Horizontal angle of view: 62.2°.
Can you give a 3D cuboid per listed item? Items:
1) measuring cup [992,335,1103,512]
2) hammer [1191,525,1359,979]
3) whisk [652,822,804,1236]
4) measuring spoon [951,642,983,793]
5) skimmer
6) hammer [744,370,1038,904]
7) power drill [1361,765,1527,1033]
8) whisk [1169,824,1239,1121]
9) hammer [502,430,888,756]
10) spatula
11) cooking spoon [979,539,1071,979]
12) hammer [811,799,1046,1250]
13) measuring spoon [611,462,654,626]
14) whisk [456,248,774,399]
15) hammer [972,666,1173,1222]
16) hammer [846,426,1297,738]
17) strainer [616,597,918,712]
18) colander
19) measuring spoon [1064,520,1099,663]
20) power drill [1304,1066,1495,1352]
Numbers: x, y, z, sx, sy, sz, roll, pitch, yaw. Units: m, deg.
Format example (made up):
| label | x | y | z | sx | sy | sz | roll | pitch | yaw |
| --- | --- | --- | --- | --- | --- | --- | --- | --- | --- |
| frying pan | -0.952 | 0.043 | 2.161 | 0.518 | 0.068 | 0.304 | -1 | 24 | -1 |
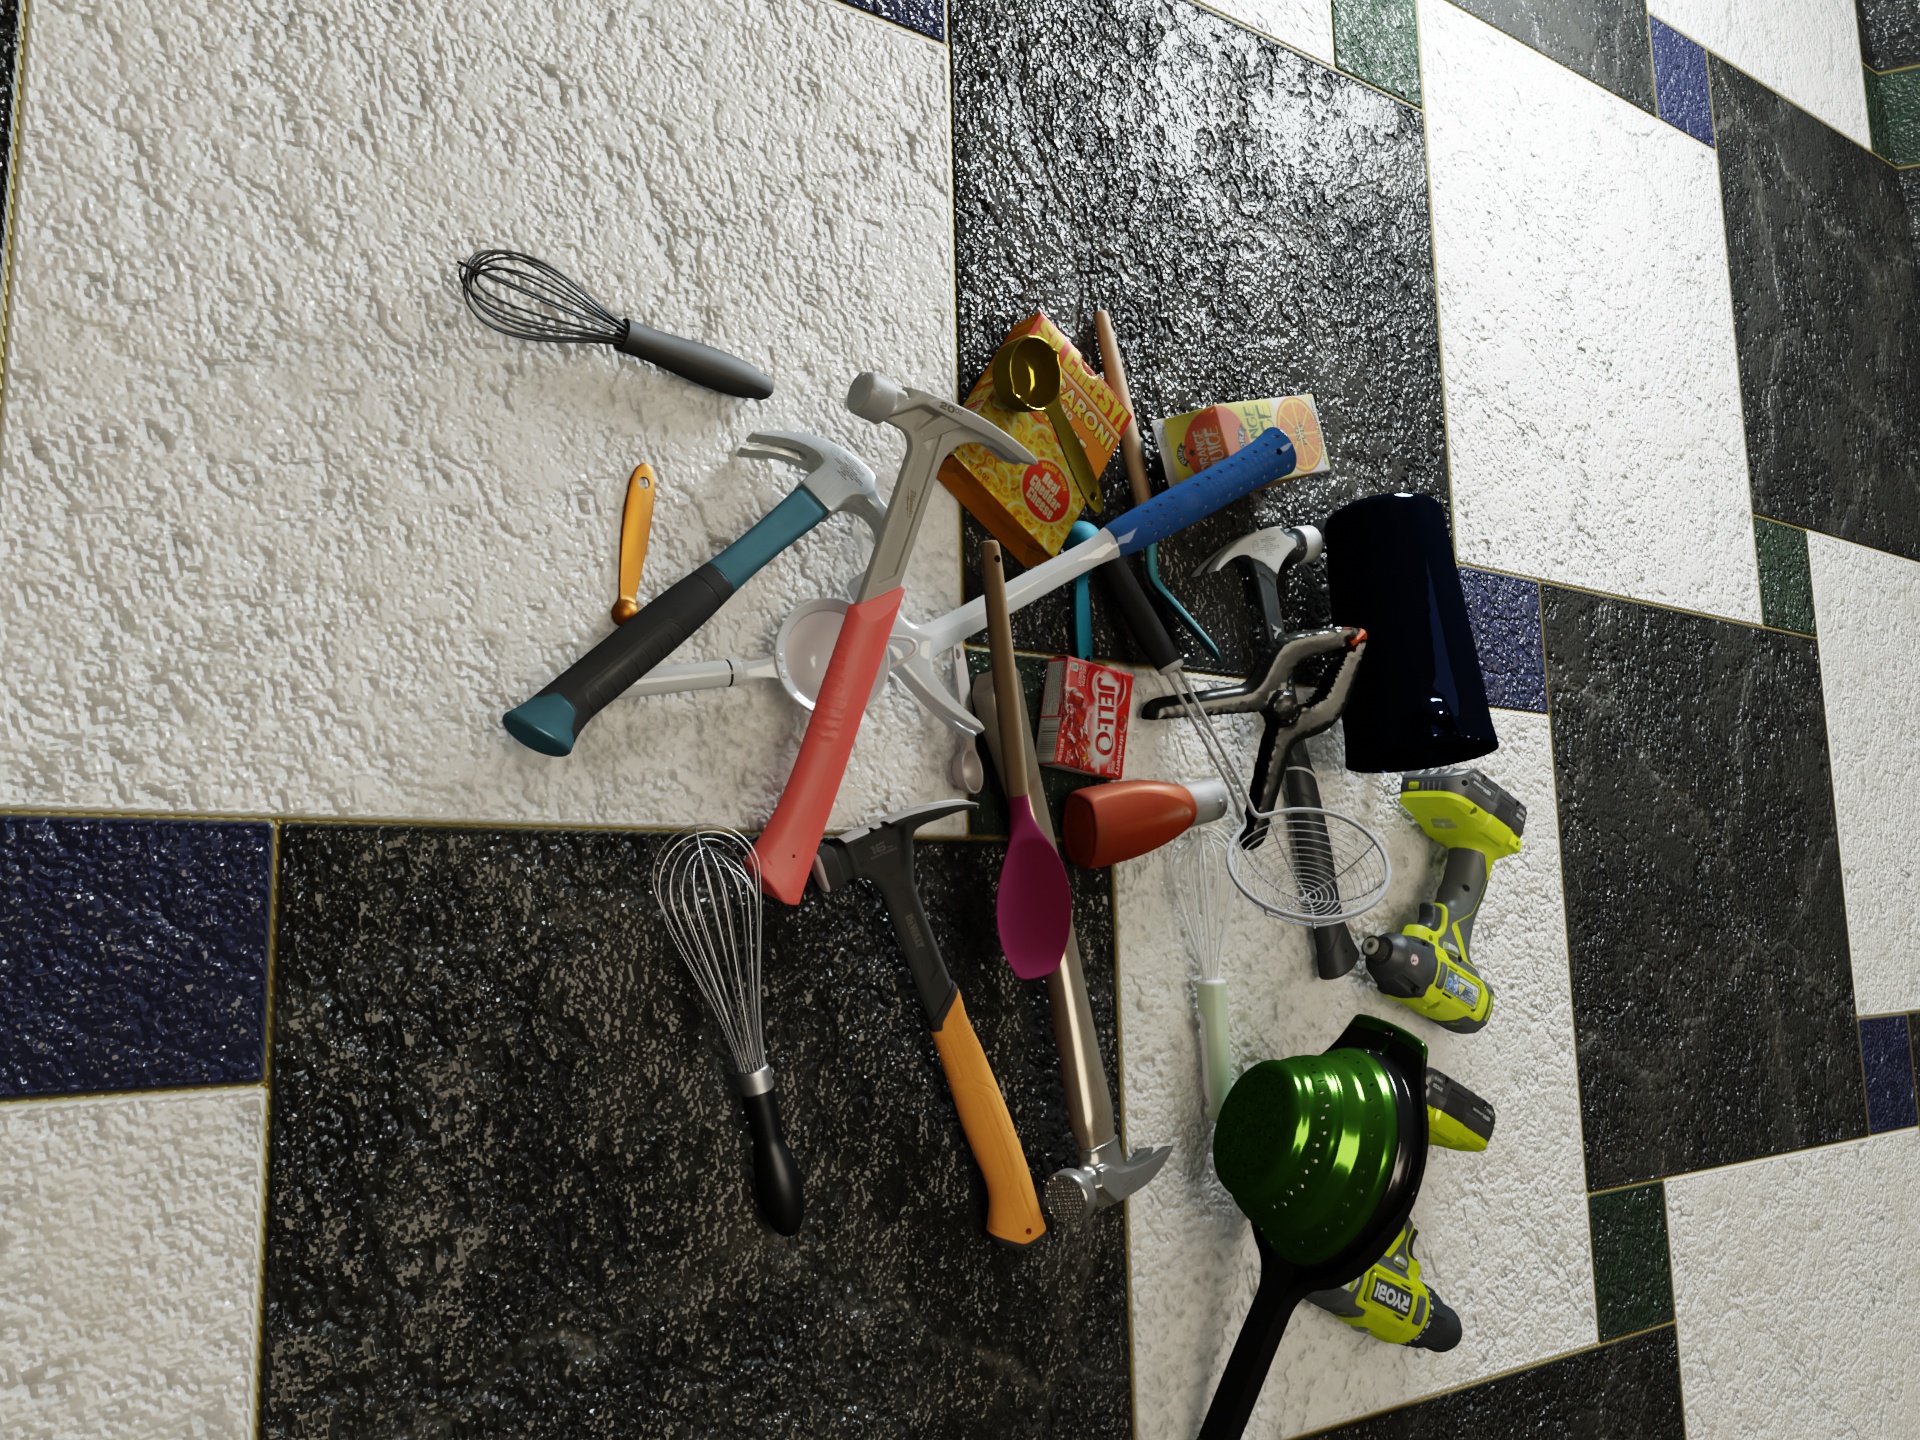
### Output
| label | x | y | z | sx | sy | sz | roll | pitch | yaw |
| --- | --- | --- | --- | --- | --- | --- | --- | --- | --- |
| measuring cup | 0.071 | -0.229 | 1.254 | 0.062 | 0.029 | 0.156 | -48 | 123 | -32 |
| hammer | 0.300 | 0.029 | 1.430 | 0.149 | 0.036 | 0.409 | -10 | 89 | -37 |
| whisk | -0.142 | 0.205 | 1.048 | 0.070 | 0.070 | 0.284 | -17 | 98 | -38 |
| measuring spoon | -0.002 | -0.004 | 1.216 | 0.034 | 0.018 | 0.124 | 18 | 63 | -61 |
| skimmer | 0.212 | 0.001 | 1.277 | 0.127 | 0.090 | 0.363 | -26 | 83 | -25 |
| hammer | -0.062 | -0.047 | 1.094 | 0.149 | 0.037 | 0.359 | 20 | 87 | -35 |
| power drill | 0.452 | 0.163 | 1.497 | 0.171 | 0.080 | 0.223 | 31 | 67 | -34 |
| whisk | 0.208 | 0.210 | 1.327 | 0.059 | 0.058 | 0.246 | -2 | 86 | -3 |
| hammer | -0.170 | -0.085 | 1.060 | 0.128 | 0.033 | 0.331 | 47 | 55 | -4 |
| spatula | 0.164 | -0.198 | 1.354 | 0.082 | 0.044 | 0.317 | 12 | 65 | -82 |
| cooking spoon | 0.039 | 0.029 | 1.152 | 0.068 | 0.017 | 0.319 | -9 | 94 | -34 |
| hammer | 0.002 | 0.226 | 1.153 | 0.127 | 0.034 | 0.337 | -22 | 99 | -19 |
| measuring spoon | -0.217 | -0.119 | 1.067 | 0.021 | 0.011 | 0.117 | 14 | 74 | -35 |
| whisk | -0.224 | -0.259 | 1.065 | 0.238 | 0.055 | 0.055 | 14 | 75 | -39 |
| hammer | 0.078 | 0.161 | 1.225 | 0.146 | 0.038 | 0.411 | -5 | 82 | -55 |
| hammer | 0.111 | -0.129 | 1.239 | 0.405 | 0.035 | 0.144 | -30 | 90 | -25 |
| strainer | -0.150 | -0.035 | 1.089 | 0.258 | 0.050 | 0.087 | -8 | 84 | -33 |
| colander | 0.234 | 0.409 | 1.252 | 0.094 | 0.204 | 0.397 | 25 | 86 | -18 |
| measuring spoon | 0.106 | -0.098 | 1.295 | 0.042 | 0.021 | 0.128 | -11 | 100 | -49 |
| power drill | 0.400 | 0.437 | 1.414 | 0.190 | 0.080 | 0.229 | 33 | 67 | -29 |
